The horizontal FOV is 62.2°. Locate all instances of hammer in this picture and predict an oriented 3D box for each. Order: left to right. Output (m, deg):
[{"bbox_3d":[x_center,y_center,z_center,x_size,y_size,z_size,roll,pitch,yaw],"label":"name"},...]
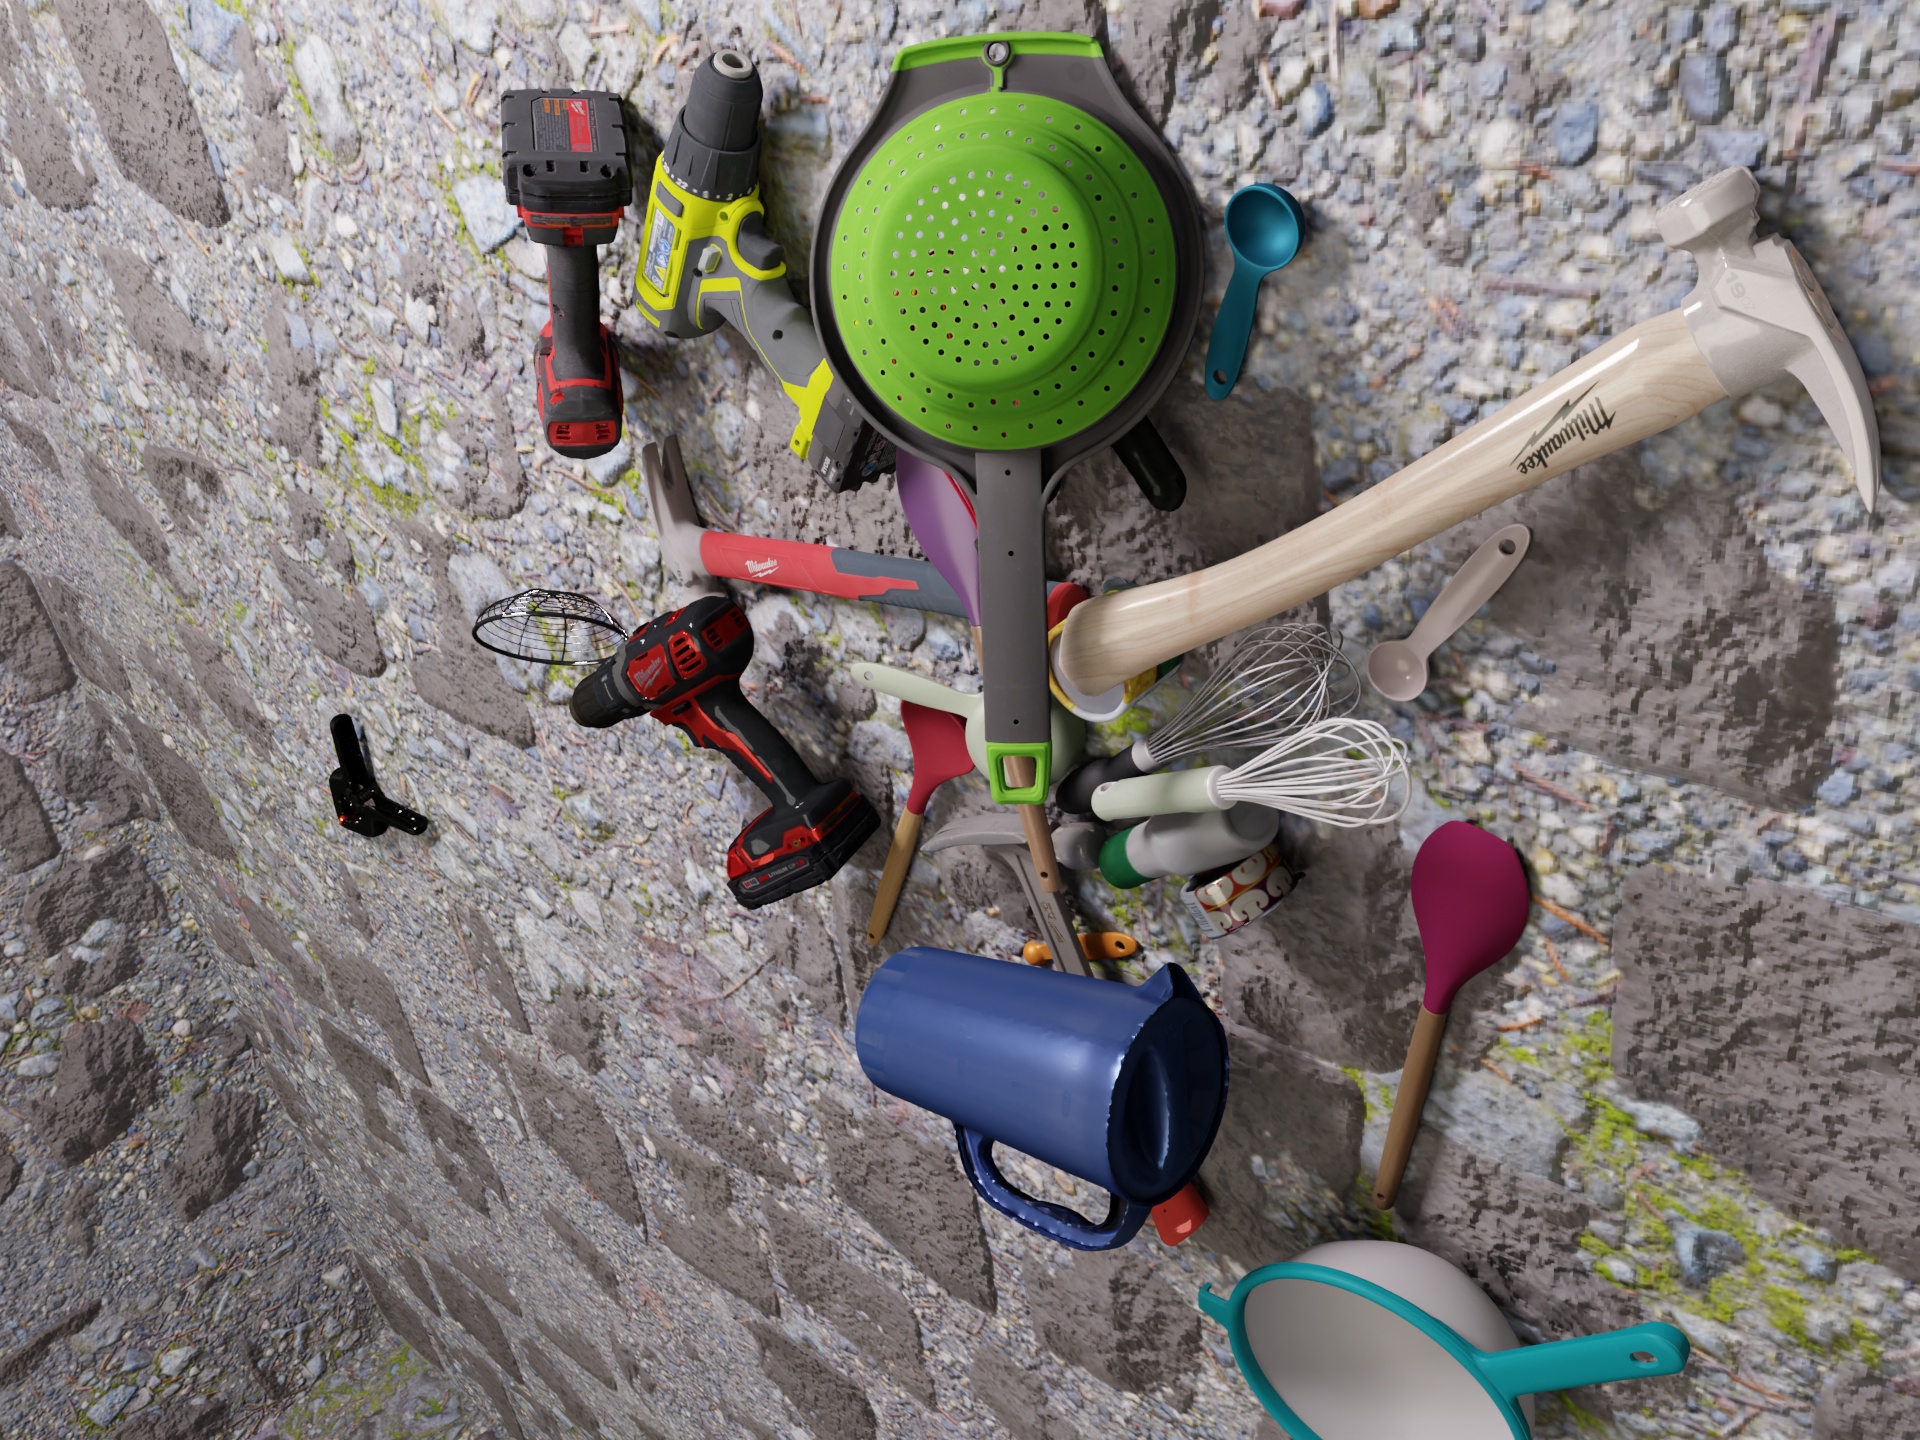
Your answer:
[{"bbox_3d":[-0.078,-0.114,1.083,0.386,0.038,0.143,12,124,41],"label":"hammer"},{"bbox_3d":[0.094,0.227,1.145,0.149,0.037,0.358,-4,116,43],"label":"hammer"},{"bbox_3d":[0.207,-0.087,0.761,0.410,0.038,0.146,-27,98,43],"label":"hammer"}]

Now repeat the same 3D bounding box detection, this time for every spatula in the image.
[{"bbox_3d":[0.018,-0.036,0.988,0.060,0.018,0.315,-6,109,30],"label":"spatula"}]

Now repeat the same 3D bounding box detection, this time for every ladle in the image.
[{"bbox_3d":[-0.038,0.082,1.196,0.069,0.031,0.315,38,141,17],"label":"ladle"}]

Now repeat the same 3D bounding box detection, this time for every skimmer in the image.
[{"bbox_3d":[-0.244,0.005,1.302,0.363,0.090,0.127,38,171,17],"label":"skimmer"}]

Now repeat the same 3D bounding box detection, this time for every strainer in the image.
[{"bbox_3d":[0.319,0.385,0.994,0.211,0.095,0.340,50,140,1],"label":"strainer"}]

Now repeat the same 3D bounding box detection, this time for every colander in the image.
[{"bbox_3d":[0.020,-0.140,0.797,0.204,0.094,0.397,-1,103,8],"label":"colander"}]

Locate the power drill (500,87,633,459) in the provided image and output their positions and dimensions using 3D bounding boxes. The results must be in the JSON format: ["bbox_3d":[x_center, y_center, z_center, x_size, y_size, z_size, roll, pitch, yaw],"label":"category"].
[{"bbox_3d":[-0.263,-0.303,1.079,0.219,0.078,0.143,100,161,-45],"label":"power drill"}]

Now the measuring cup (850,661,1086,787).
[{"bbox_3d":[-0.002,-0.003,1.043,0.167,0.038,0.083,18,119,13],"label":"measuring cup"}]

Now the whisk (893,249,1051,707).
[{"bbox_3d":[0.015,-0.122,0.914,0.073,0.073,0.295,12,126,41],"label":"whisk"}]

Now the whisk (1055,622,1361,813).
[{"bbox_3d":[0.132,0.008,0.945,0.070,0.070,0.284,55,146,0],"label":"whisk"}]

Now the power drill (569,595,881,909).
[{"bbox_3d":[-0.187,0.028,1.204,0.188,0.080,0.226,-24,105,39],"label":"power drill"}]

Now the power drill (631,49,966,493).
[{"bbox_3d":[-0.106,-0.269,0.968,0.229,0.080,0.190,47,142,14],"label":"power drill"}]

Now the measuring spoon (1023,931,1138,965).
[{"bbox_3d":[0.084,0.165,1.141,0.117,0.011,0.021,-16,105,50],"label":"measuring spoon"}]

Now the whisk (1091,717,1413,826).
[{"bbox_3d":[0.150,0.037,0.872,0.246,0.058,0.059,-13,105,58],"label":"whisk"}]

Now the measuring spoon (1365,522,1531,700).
[{"bbox_3d":[0.250,-0.056,0.807,0.034,0.018,0.124,45,134,13],"label":"measuring spoon"}]

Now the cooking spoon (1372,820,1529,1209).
[{"bbox_3d":[0.279,0.189,0.949,0.069,0.017,0.318,27,134,31],"label":"cooking spoon"}]

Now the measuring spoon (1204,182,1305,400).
[{"bbox_3d":[0.146,-0.214,0.799,0.042,0.021,0.128,37,148,20],"label":"measuring spoon"}]
